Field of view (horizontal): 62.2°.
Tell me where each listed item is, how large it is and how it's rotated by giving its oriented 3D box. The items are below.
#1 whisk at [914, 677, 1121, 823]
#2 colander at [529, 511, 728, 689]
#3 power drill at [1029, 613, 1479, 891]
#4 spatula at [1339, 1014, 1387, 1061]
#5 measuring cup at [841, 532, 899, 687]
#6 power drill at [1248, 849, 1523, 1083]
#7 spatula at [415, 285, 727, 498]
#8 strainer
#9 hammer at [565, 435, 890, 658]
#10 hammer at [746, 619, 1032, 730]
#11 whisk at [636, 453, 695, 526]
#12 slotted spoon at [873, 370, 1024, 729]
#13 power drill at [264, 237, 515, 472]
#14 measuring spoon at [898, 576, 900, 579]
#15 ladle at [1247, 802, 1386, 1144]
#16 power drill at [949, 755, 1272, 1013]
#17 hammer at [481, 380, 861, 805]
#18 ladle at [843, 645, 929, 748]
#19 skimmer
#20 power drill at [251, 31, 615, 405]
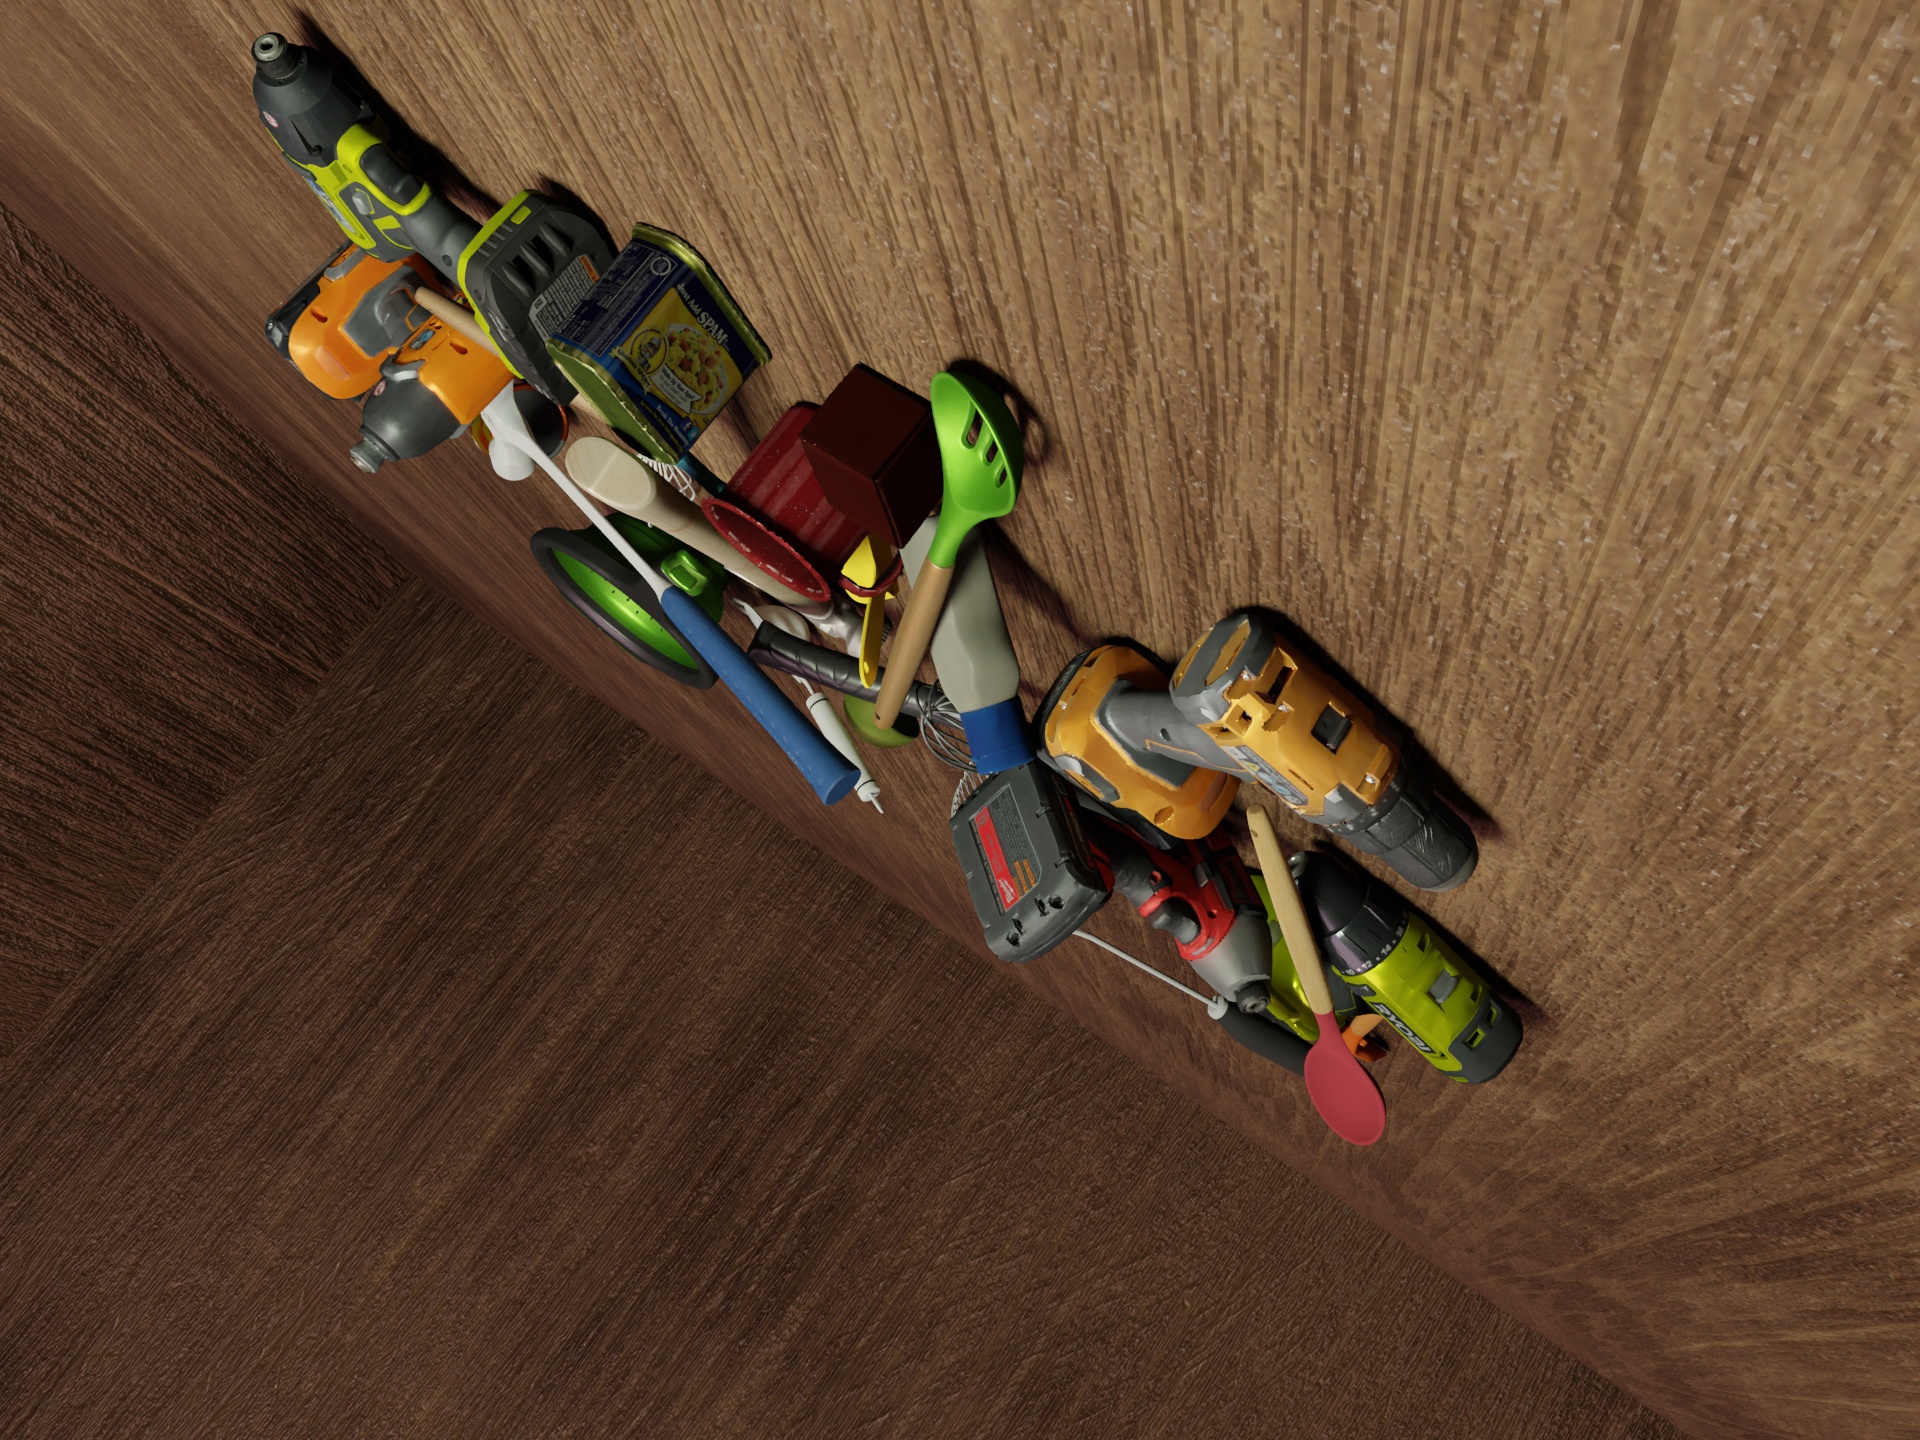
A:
[{"bbox_3d":[0.053,0.033,1.026,0.238,0.055,0.055,32,174,-42],"label":"whisk"},{"bbox_3d":[-0.246,-0.130,1.350,0.204,0.094,0.397,42,164,-15],"label":"colander"},{"bbox_3d":[0.155,0.025,0.859,0.185,0.084,0.226,38,164,-17],"label":"power drill"},{"bbox_3d":[0.339,0.241,1.317,0.081,0.041,0.322,32,164,14],"label":"spatula"},{"bbox_3d":[-0.063,-0.070,0.973,0.029,0.157,0.062,-14,129,14],"label":"measuring cup"},{"bbox_3d":[0.256,0.161,1.104,0.190,0.080,0.228,43,165,-10],"label":"power drill"},{"bbox_3d":[-0.204,-0.198,1.016,0.317,0.044,0.082,32,168,-1],"label":"spatula"},{"bbox_3d":[-0.126,-0.022,1.391,0.259,0.050,0.086,58,174,25],"label":"strainer"},{"bbox_3d":[-0.165,-0.122,1.073,0.146,0.038,0.410,33,-179,15],"label":"hammer"},{"bbox_3d":[-0.002,-0.004,1.124,0.335,0.035,0.146,19,164,15],"label":"hammer"},{"bbox_3d":[-0.220,-0.196,1.152,0.059,0.058,0.246,3,169,-10],"label":"whisk"},{"bbox_3d":[-0.016,-0.075,0.845,0.070,0.031,0.313,55,154,18],"label":"slotted spoon"},{"bbox_3d":[-0.393,-0.255,1.102,0.227,0.164,0.084,28,163,42],"label":"power drill"},{"bbox_3d":[-0.094,-0.125,1.115,0.124,0.018,0.034,31,168,25],"label":"measuring spoon"},{"bbox_3d":[0.226,0.168,1.024,0.069,0.031,0.315,23,147,46],"label":"ladle"},{"bbox_3d":[0.108,0.107,0.990,0.219,0.078,0.143,19,-142,-39],"label":"power drill"},{"bbox_3d":[-0.216,-0.098,1.135,0.406,0.035,0.144,46,159,14],"label":"hammer"},{"bbox_3d":[-0.045,-0.038,1.289,0.078,0.062,0.320,46,162,2],"label":"ladle"},{"bbox_3d":[0.145,0.146,1.108,0.363,0.090,0.127,31,-176,-10],"label":"skimmer"},{"bbox_3d":[-0.303,-0.292,0.920,0.223,0.080,0.171,36,170,14],"label":"power drill"}]
